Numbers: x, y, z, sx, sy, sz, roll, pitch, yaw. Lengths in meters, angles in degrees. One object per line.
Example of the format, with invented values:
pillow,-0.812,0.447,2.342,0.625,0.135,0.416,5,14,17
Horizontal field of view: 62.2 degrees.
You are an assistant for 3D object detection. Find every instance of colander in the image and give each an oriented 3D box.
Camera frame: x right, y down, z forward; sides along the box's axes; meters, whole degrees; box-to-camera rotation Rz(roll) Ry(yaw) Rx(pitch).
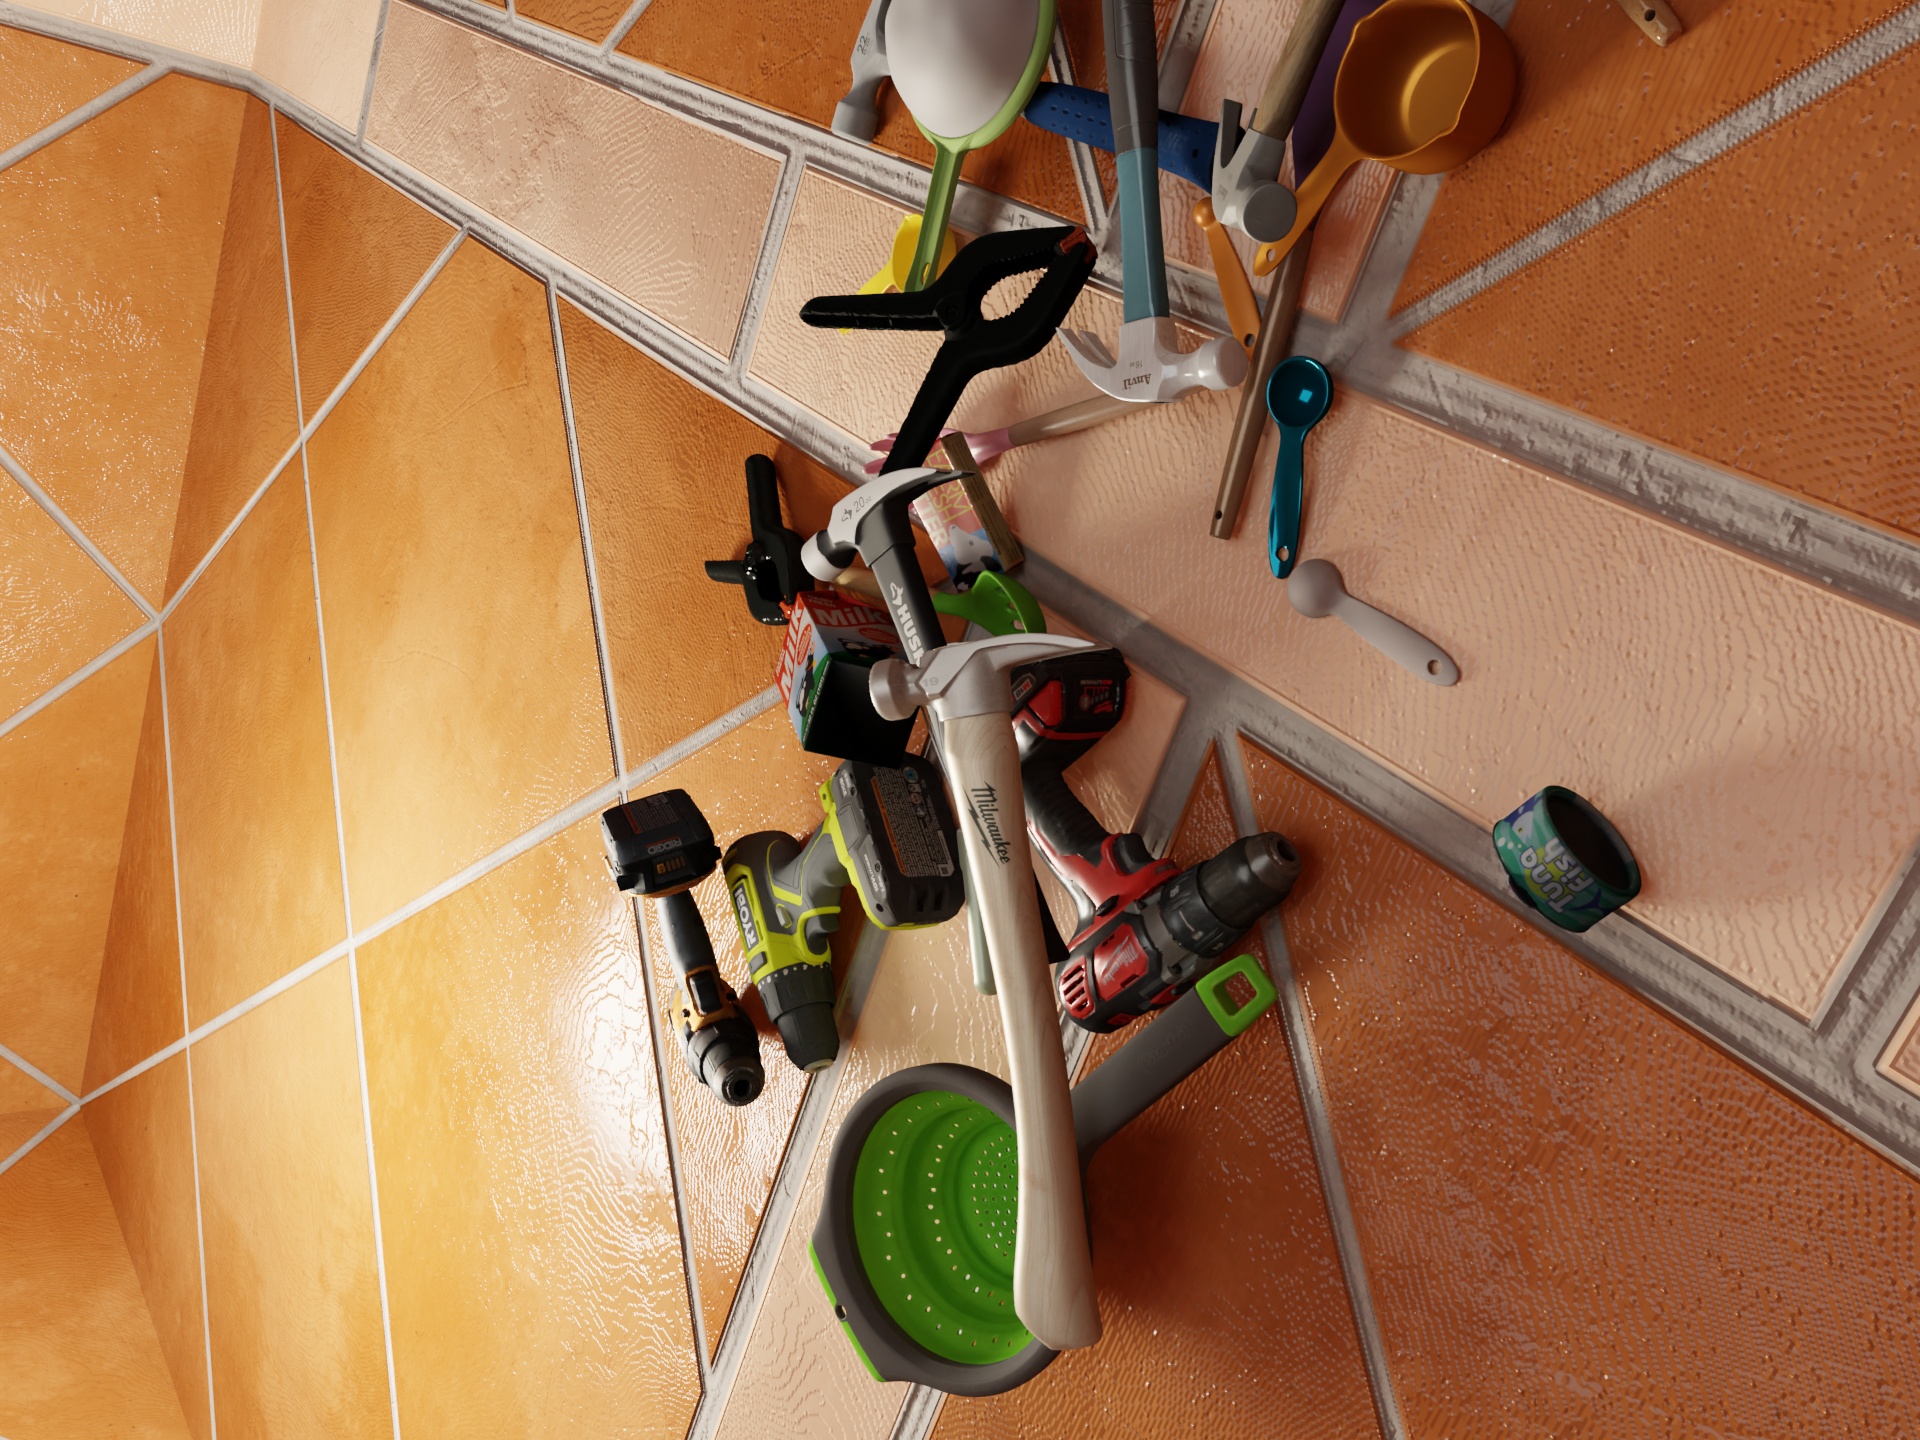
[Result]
colander,0.066,0.269,0.999,0.397,0.094,0.205,-46,63,27

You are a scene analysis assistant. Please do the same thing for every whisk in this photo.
whisk,0.008,0.068,1.105,0.059,0.057,0.246,-7,87,19

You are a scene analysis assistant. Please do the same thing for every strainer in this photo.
strainer,-0.021,-0.417,1.082,0.152,0.069,0.256,25,106,46

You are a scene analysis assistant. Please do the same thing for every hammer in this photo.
hammer,0.045,0.154,0.927,0.146,0.038,0.411,-10,86,23
hammer,-0.002,-0.003,1.002,0.146,0.035,0.335,-35,69,42
hammer,0.210,-0.423,0.839,0.130,0.031,0.331,-99,28,-64
hammer,0.045,-0.432,1.088,0.406,0.035,0.144,38,116,43
hammer,0.107,-0.356,0.962,0.128,0.033,0.331,-2,92,49

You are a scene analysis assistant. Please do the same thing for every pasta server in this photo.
pasta server,0.052,-0.195,1.070,0.316,0.040,0.060,-7,108,47

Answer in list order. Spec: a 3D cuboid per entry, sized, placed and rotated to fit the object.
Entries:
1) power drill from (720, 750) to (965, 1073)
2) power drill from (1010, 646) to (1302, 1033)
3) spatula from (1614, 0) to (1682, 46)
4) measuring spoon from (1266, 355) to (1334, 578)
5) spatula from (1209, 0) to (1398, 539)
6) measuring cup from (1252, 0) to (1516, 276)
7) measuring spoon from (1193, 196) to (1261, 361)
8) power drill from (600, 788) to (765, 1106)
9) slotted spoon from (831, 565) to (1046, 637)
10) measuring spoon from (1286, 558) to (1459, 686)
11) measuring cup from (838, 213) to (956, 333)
power drill,-0.092,0.142,1.192,0.228,0.080,0.191,-43,57,42
power drill,0.099,0.059,0.981,0.188,0.080,0.227,-45,60,38
spatula,0.285,-0.461,0.829,0.082,0.044,0.318,-44,62,38
measuring spoon,0.197,-0.146,0.925,0.042,0.021,0.128,17,111,44
spatula,0.194,-0.259,0.926,0.060,0.018,0.316,25,106,41
measuring cup,0.227,-0.308,0.866,0.173,0.052,0.095,-52,53,36
measuring spoon,0.162,-0.269,0.966,0.021,0.011,0.117,-31,67,44
power drill,-0.209,0.182,1.244,0.185,0.084,0.226,-151,45,-69
slotted spoon,-0.028,-0.090,1.138,0.314,0.031,0.070,20,137,56
measuring spoon,0.225,-0.053,0.882,0.124,0.018,0.034,42,119,40
measuring cup,-0.049,-0.329,1.207,0.156,0.029,0.062,-24,71,58
